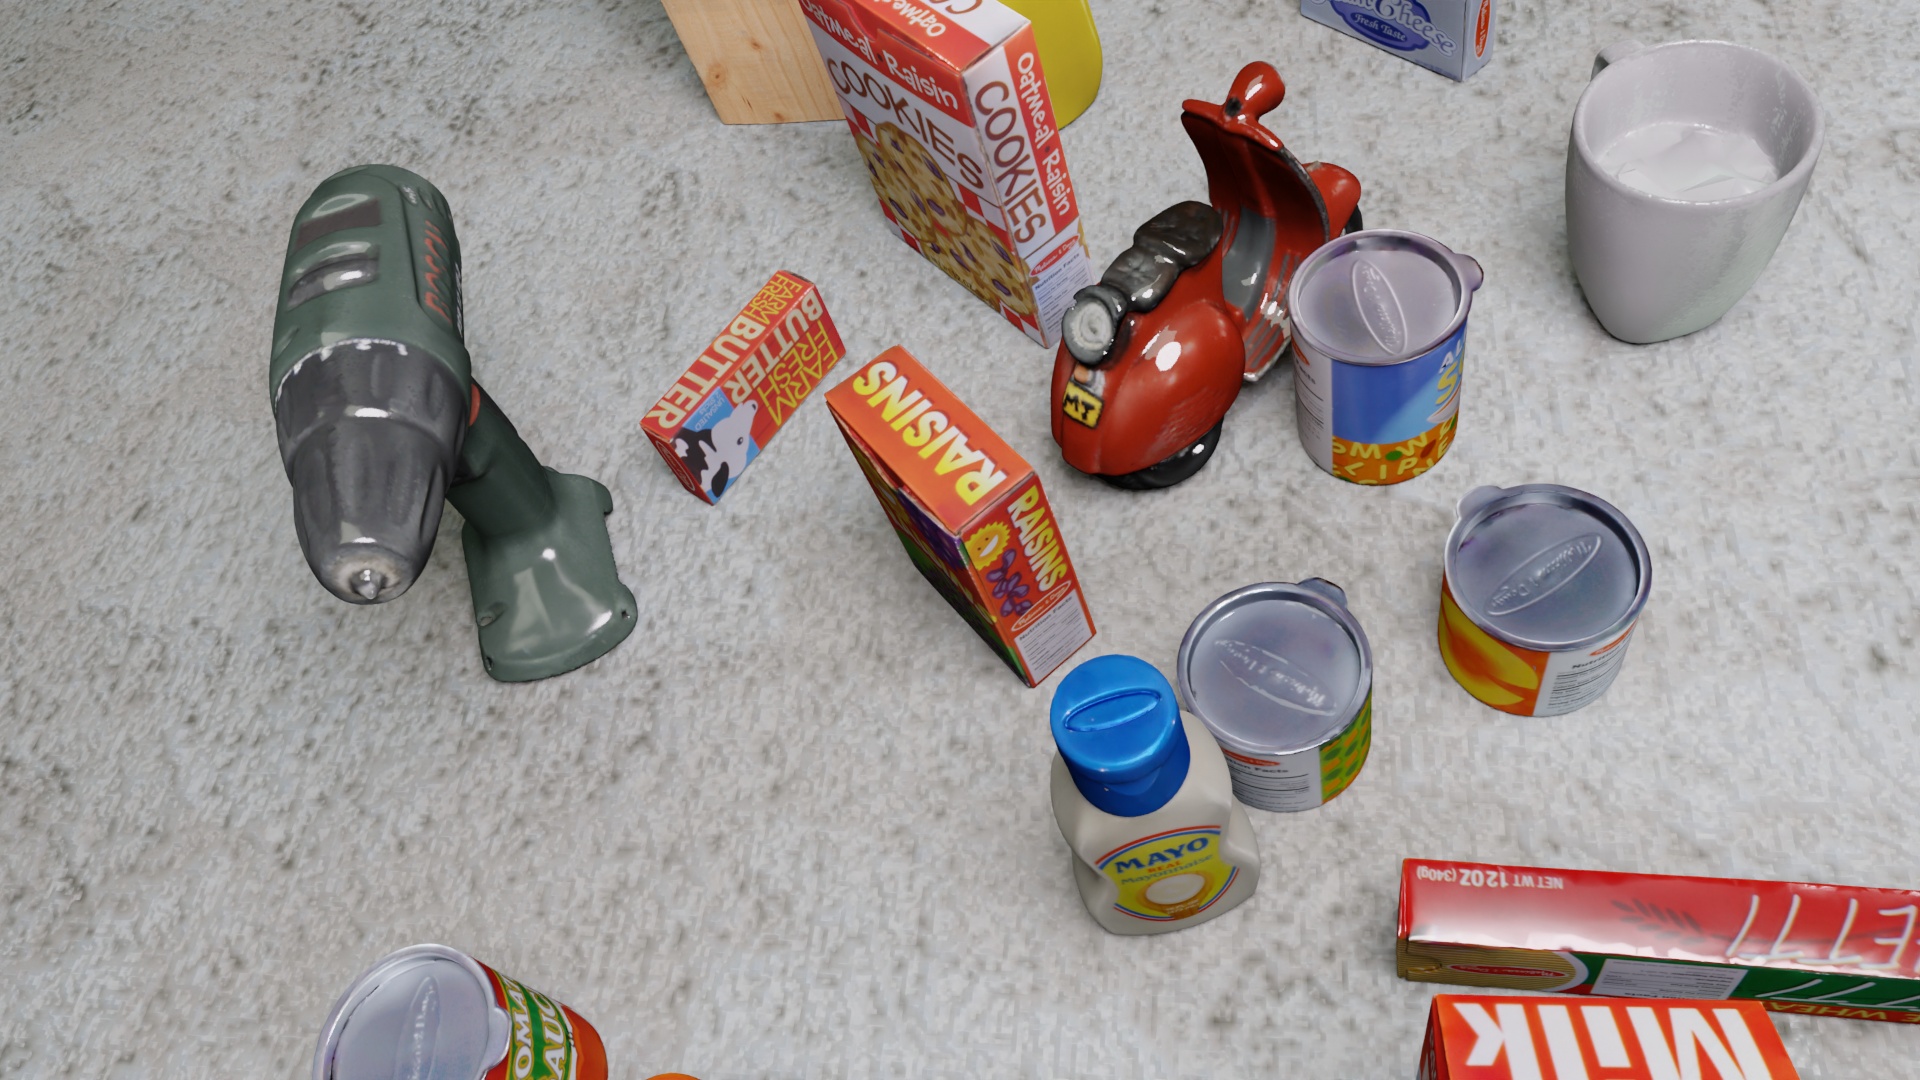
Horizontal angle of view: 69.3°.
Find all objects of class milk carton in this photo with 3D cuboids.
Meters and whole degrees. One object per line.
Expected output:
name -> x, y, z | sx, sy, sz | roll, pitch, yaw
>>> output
milk carton -> 0.154, 0.161, 0.343 | 0.072, 0.189, 0.074 | -4, 58, 14

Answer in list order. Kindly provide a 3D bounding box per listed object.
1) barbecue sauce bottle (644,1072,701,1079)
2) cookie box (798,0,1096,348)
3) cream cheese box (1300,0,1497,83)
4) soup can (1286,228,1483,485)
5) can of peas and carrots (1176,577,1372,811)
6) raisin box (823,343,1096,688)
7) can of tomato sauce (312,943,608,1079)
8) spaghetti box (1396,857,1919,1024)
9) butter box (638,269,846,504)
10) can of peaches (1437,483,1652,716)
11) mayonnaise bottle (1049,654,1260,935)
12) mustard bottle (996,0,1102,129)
barbecue sauce bottle -> -0.058, 0.191, 0.411 | 0.065, 0.148, 0.044 | -33, 56, -6
cookie box -> -0.005, -0.177, 0.617 | 0.040, 0.166, 0.123 | -40, 57, -10
cream cheese box -> 0.212, -0.268, 0.681 | 0.024, 0.053, 0.104 | -43, 57, -12
soup can -> 0.168, -0.071, 0.551 | 0.071, 0.083, 0.071 | -7, 57, 12
can of peas and carrots -> 0.116, 0.055, 0.501 | 0.071, 0.058, 0.071 | -7, 57, 12
raisin box -> 0.002, -0.007, 0.534 | 0.040, 0.123, 0.086 | -38, 56, -8
can of tomato sauce -> -0.170, 0.185, 0.487 | 0.071, 0.082, 0.071 | -7, 57, 12
spaghetti box -> 0.262, 0.125, 0.420 | 0.250, 0.050, 0.029 | 0, 59, 16
butter box -> -0.099, -0.072, 0.647 | 0.024, 0.053, 0.104 | 28, 70, 29
can of peaches -> 0.205, 0.021, 0.498 | 0.071, 0.057, 0.071 | -7, 57, 12
mayonnaise bottle -> 0.059, 0.085, 0.445 | 0.065, 0.147, 0.041 | -18, 56, 5
mustard bottle -> 0.026, -0.269, 0.671 | 0.065, 0.159, 0.049 | -35, 56, -7
